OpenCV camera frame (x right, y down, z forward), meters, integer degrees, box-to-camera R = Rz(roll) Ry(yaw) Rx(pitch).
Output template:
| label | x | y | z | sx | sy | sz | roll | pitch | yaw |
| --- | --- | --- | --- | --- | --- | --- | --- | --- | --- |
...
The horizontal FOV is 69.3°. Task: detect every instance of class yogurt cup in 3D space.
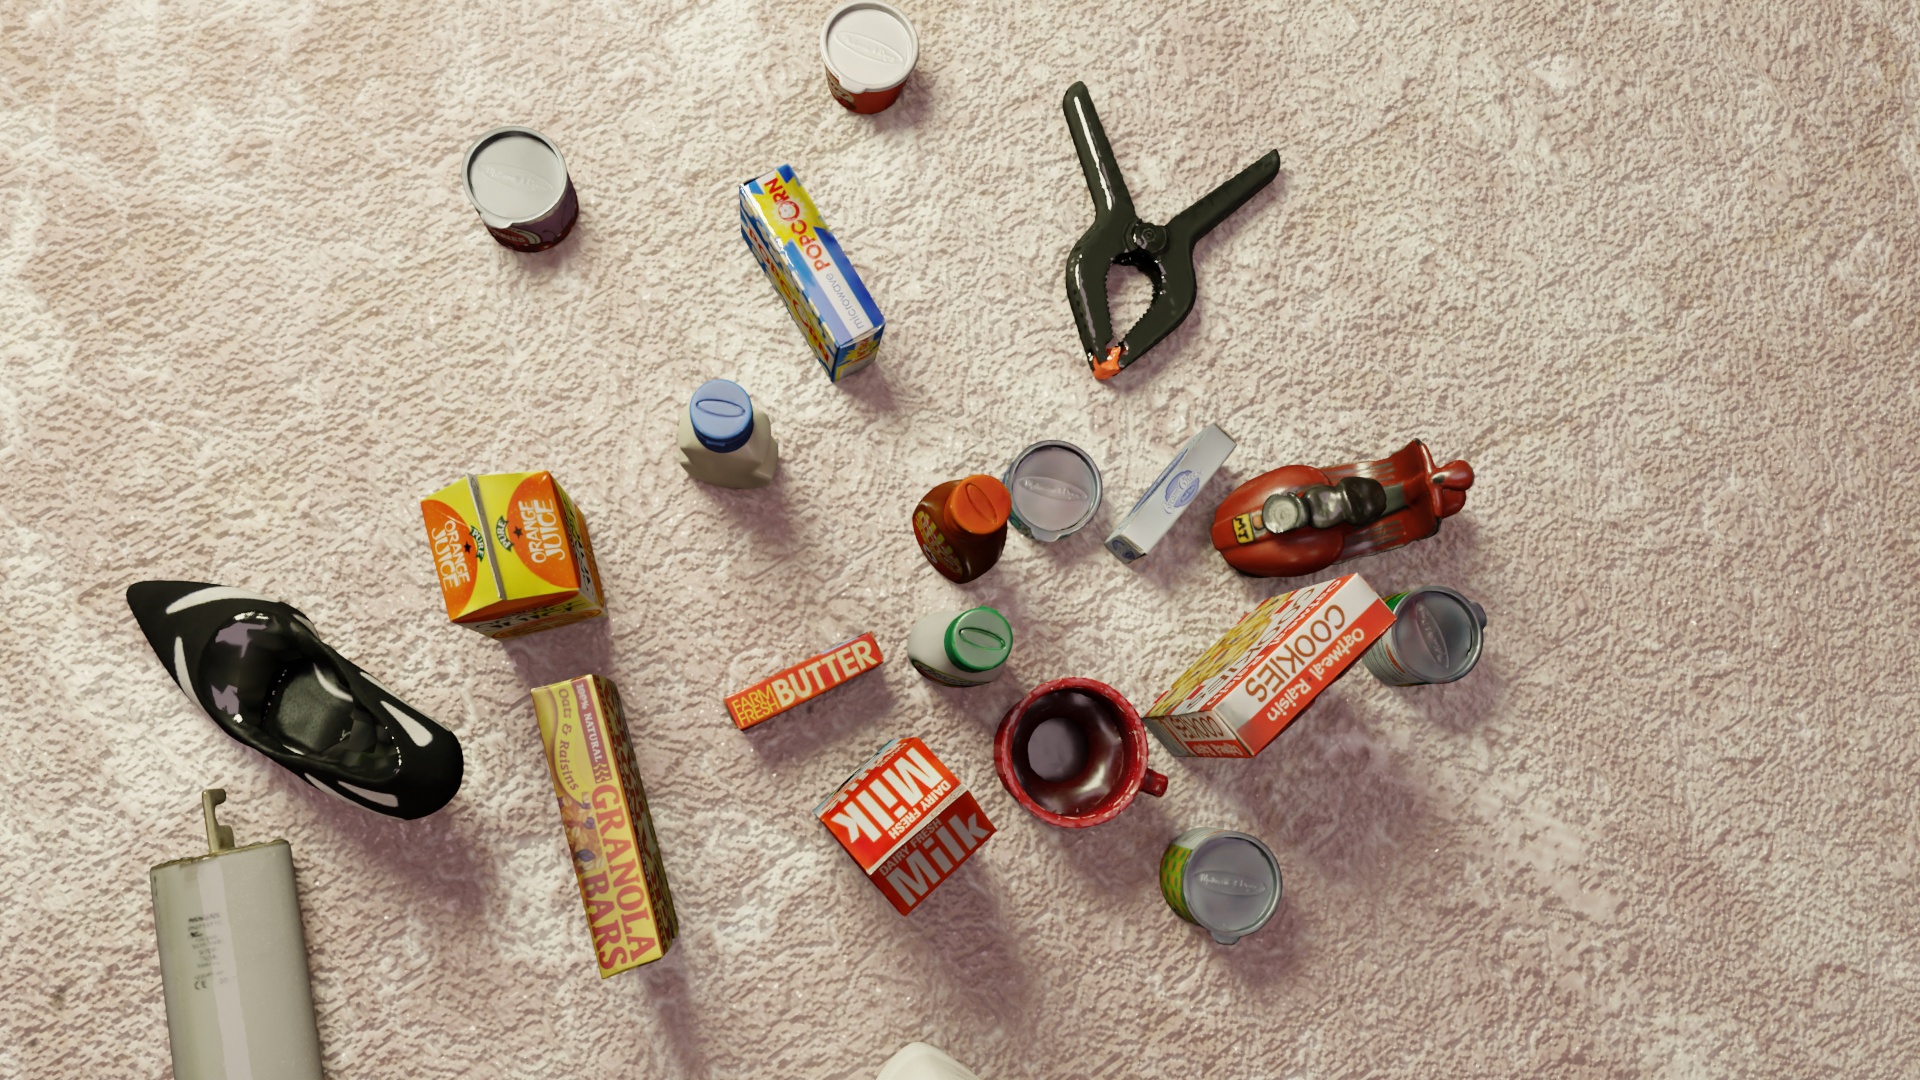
| label | x | y | z | sx | sy | sz | roll | pitch | yaw |
| --- | --- | --- | --- | --- | --- | --- | --- | --- | --- |
| yogurt cup | -0.065 | -0.334 | 0.968 | 0.072 | 0.054 | 0.072 | 1 | 81 | -8 |

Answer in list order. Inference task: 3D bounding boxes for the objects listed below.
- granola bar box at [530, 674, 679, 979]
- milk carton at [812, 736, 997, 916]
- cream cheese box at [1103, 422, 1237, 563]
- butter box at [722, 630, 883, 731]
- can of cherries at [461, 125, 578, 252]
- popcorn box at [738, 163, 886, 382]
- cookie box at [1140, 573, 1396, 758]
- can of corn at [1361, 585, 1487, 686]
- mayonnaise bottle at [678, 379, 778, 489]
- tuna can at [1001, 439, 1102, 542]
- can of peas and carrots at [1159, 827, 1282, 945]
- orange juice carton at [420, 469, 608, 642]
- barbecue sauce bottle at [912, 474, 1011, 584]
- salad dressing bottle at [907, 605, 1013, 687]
| label | x | y | z | sx | sy | sz | roll | pitch | yaw |
| --- | --- | --- | --- | --- | --- | --- | --- | --- | --- |
| granola bar box | -0.209 | 0.166 | 0.831 | 0.039 | 0.124 | 0.165 | -15 | 83 | -10 |
| milk carton | -0.035 | 0.166 | 0.821 | 0.072 | 0.190 | 0.073 | -41 | 89 | -11 |
| cream cheese box | 0.143 | -0.031 | 0.948 | 0.024 | 0.053 | 0.104 | 41 | 78 | 0 |
| butter box | -0.101 | 0.091 | 0.895 | 0.104 | 0.053 | 0.024 | -25 | 85 | -11 |
| can of cherries | -0.291 | -0.229 | 0.917 | 0.071 | 0.058 | 0.071 | 1 | 81 | -8 |
| popcorn box | -0.099 | -0.175 | 0.921 | 0.038 | 0.085 | 0.126 | -31 | 86 | -11 |
| cookie box | 0.189 | 0.083 | 0.877 | 0.123 | 0.167 | 0.040 | -41 | 89 | -11 |
| can of corn | 0.316 | 0.066 | 0.953 | 0.071 | 0.058 | 0.071 | 1 | 81 | -8 |
| mayonnaise bottle | -0.146 | -0.065 | 0.865 | 0.065 | 0.148 | 0.041 | 10 | 80 | -6 |
| tuna can | 0.061 | -0.031 | 0.947 | 0.071 | 0.032 | 0.071 | 1 | 81 | -8 |
| can of peas and carrots | 0.169 | 0.224 | 0.907 | 0.071 | 0.058 | 0.071 | 1 | 81 | -8 |
| orange juice carton | -0.260 | 0.011 | 0.814 | 0.073 | 0.192 | 0.072 | -15 | 84 | -10 |
| barbecue sauce bottle | 0.003 | -0.011 | 0.877 | 0.044 | 0.148 | 0.065 | -35 | 87 | -11 |
| salad dressing bottle | 0.002 | 0.066 | 0.865 | 0.064 | 0.147 | 0.044 | 18 | 80 | -5 |
